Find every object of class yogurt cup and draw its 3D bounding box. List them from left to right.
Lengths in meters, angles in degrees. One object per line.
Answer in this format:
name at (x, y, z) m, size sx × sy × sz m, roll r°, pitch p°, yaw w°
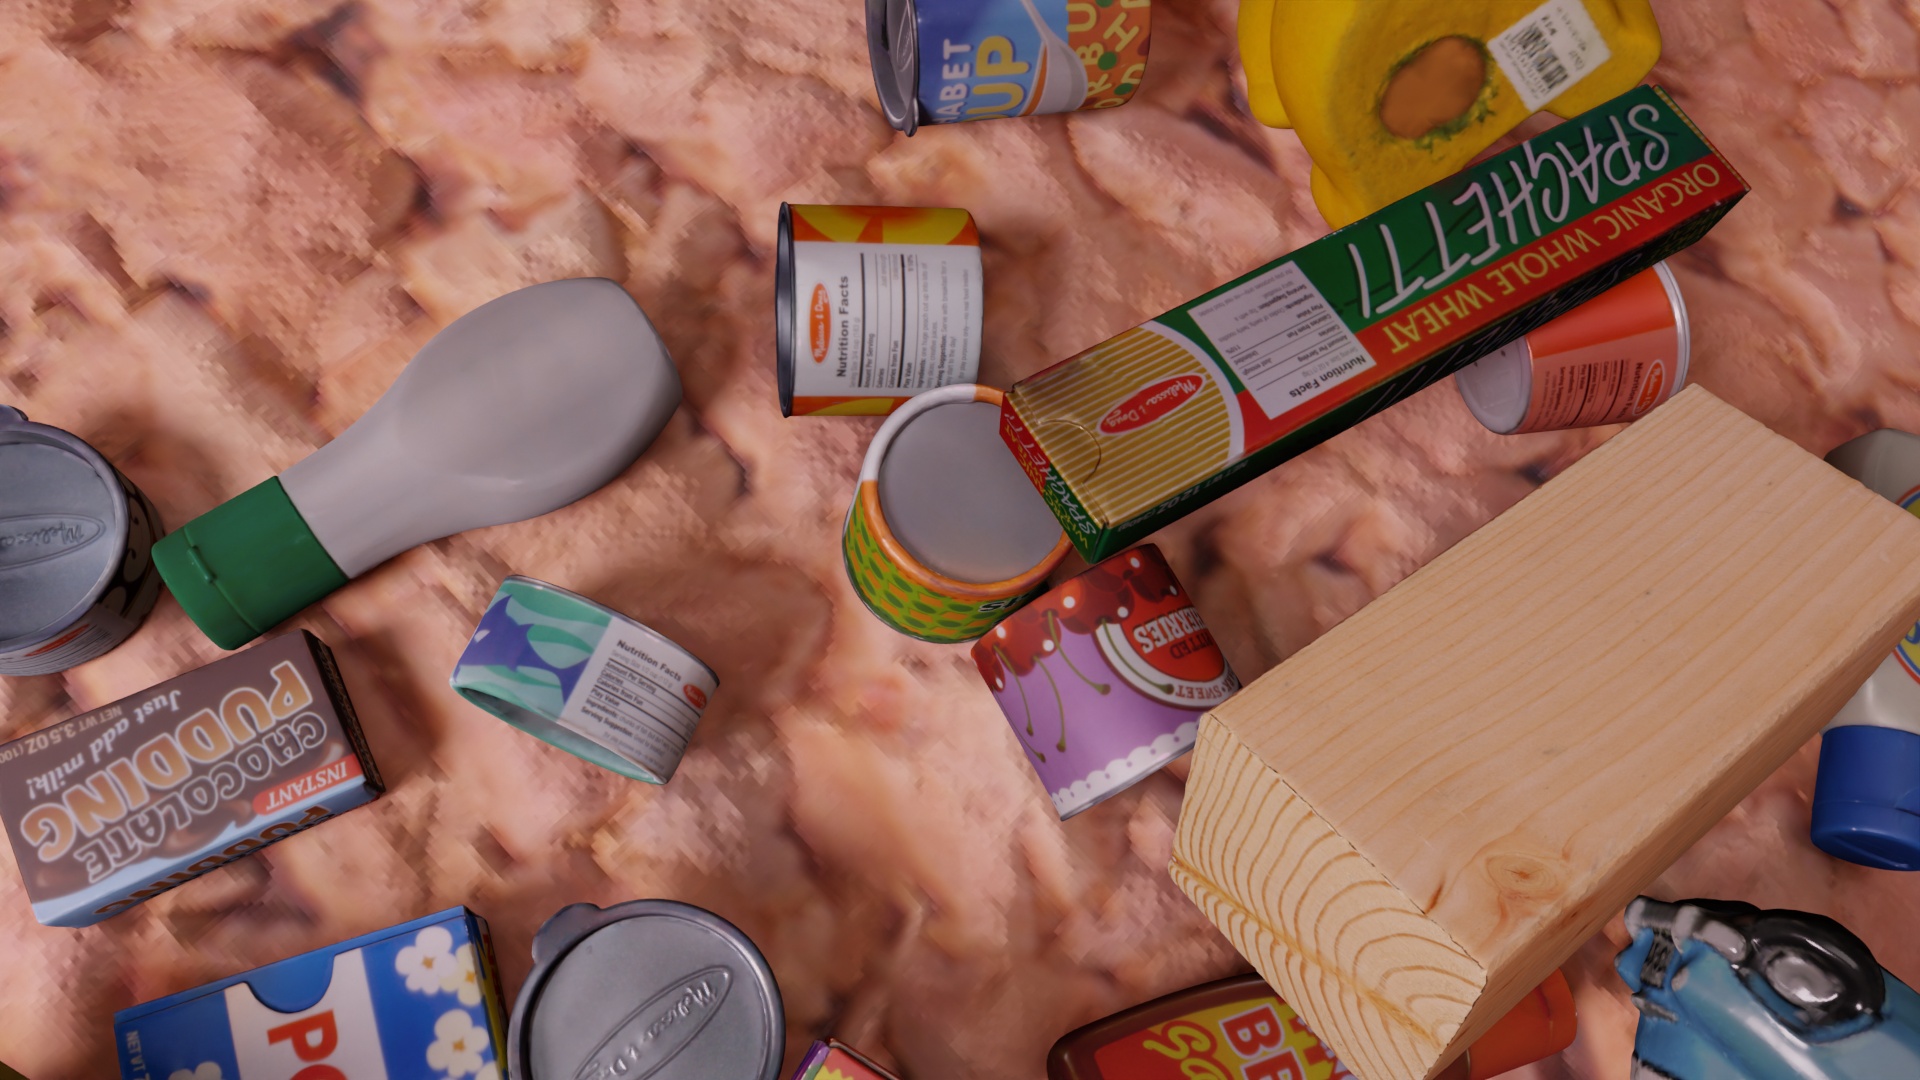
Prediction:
yogurt cup at (0.206, -0.068, 0.480) m, size 0.054 × 0.072 × 0.072 m, roll -14°, pitch 75°, yaw -6°

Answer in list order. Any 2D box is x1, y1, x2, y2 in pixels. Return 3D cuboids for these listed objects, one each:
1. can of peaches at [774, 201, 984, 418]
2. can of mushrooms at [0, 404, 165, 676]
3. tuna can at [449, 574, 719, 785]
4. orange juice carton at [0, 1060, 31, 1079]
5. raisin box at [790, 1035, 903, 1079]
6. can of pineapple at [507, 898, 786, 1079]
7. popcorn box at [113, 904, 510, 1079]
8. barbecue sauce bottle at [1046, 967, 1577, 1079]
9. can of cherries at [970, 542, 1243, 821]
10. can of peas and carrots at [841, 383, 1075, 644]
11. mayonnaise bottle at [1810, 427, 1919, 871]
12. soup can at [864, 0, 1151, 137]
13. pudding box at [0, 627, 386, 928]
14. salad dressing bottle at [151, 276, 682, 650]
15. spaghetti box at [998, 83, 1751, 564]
can of peaches at (-0.027, -0.072, 0.436) m, size 0.058 × 0.071 × 0.071 m, roll -1°, pitch 73°, yaw -11°
can of mushrooms at (-0.259, 0.001, 0.383) m, size 0.071 × 0.033 × 0.071 m, roll 3°, pitch 72°, yaw -9°
tuna can at (-0.105, 0.039, 0.384) m, size 0.071 × 0.071 × 0.033 m, roll 25°, pitch 70°, yaw -2°
orange juice carton at (-0.257, 0.205, 0.279) m, size 0.072 × 0.073 × 0.193 m, roll 34°, pitch 87°, yaw -2°
raisin box at (-0.050, 0.184, 0.334) m, size 0.040 × 0.085 × 0.124 m, roll 31°, pitch 69°, yaw 5°
can of pineapple at (-0.081, 0.127, 0.362) m, size 0.071 × 0.057 × 0.071 m, roll 3°, pitch 71°, yaw -10°
popcorn box at (-0.150, 0.167, 0.346) m, size 0.085 × 0.038 × 0.127 m, roll -15°, pitch 76°, yaw -14°
barbecue sauce bottle at (0.103, 0.151, 0.397) m, size 0.149 × 0.043 × 0.065 m, roll -13°, pitch 67°, yaw -15°
can of cherries at (0.046, 0.040, 0.408) m, size 0.072 × 0.071 × 0.058 m, roll -25°, pitch 78°, yaw -17°
can of peas and carrots at (0.002, -0.005, 0.421) m, size 0.071 × 0.058 × 0.071 m, roll 3°, pitch 72°, yaw -9°
mayonnaise bottle at (0.322, 0.037, 0.478) m, size 0.065 × 0.041 × 0.148 m, roll 23°, pitch 69°, yaw -4°
soup can at (0.015, -0.176, 0.477) m, size 0.084 × 0.071 × 0.071 m, roll -9°, pitch 74°, yaw -14°
pudding box at (-0.206, 0.064, 0.374) m, size 0.084 × 0.030 × 0.050 m, roll -23°, pitch 79°, yaw -17°
salad dressing bottle at (-0.155, -0.023, 0.406) m, size 0.148 × 0.044 × 0.064 m, roll -34°, pitch 83°, yaw -18°
spaghetti box at (0.129, -0.070, 0.415) m, size 0.251 × 0.028 × 0.050 m, roll -27°, pitch 71°, yaw -17°
